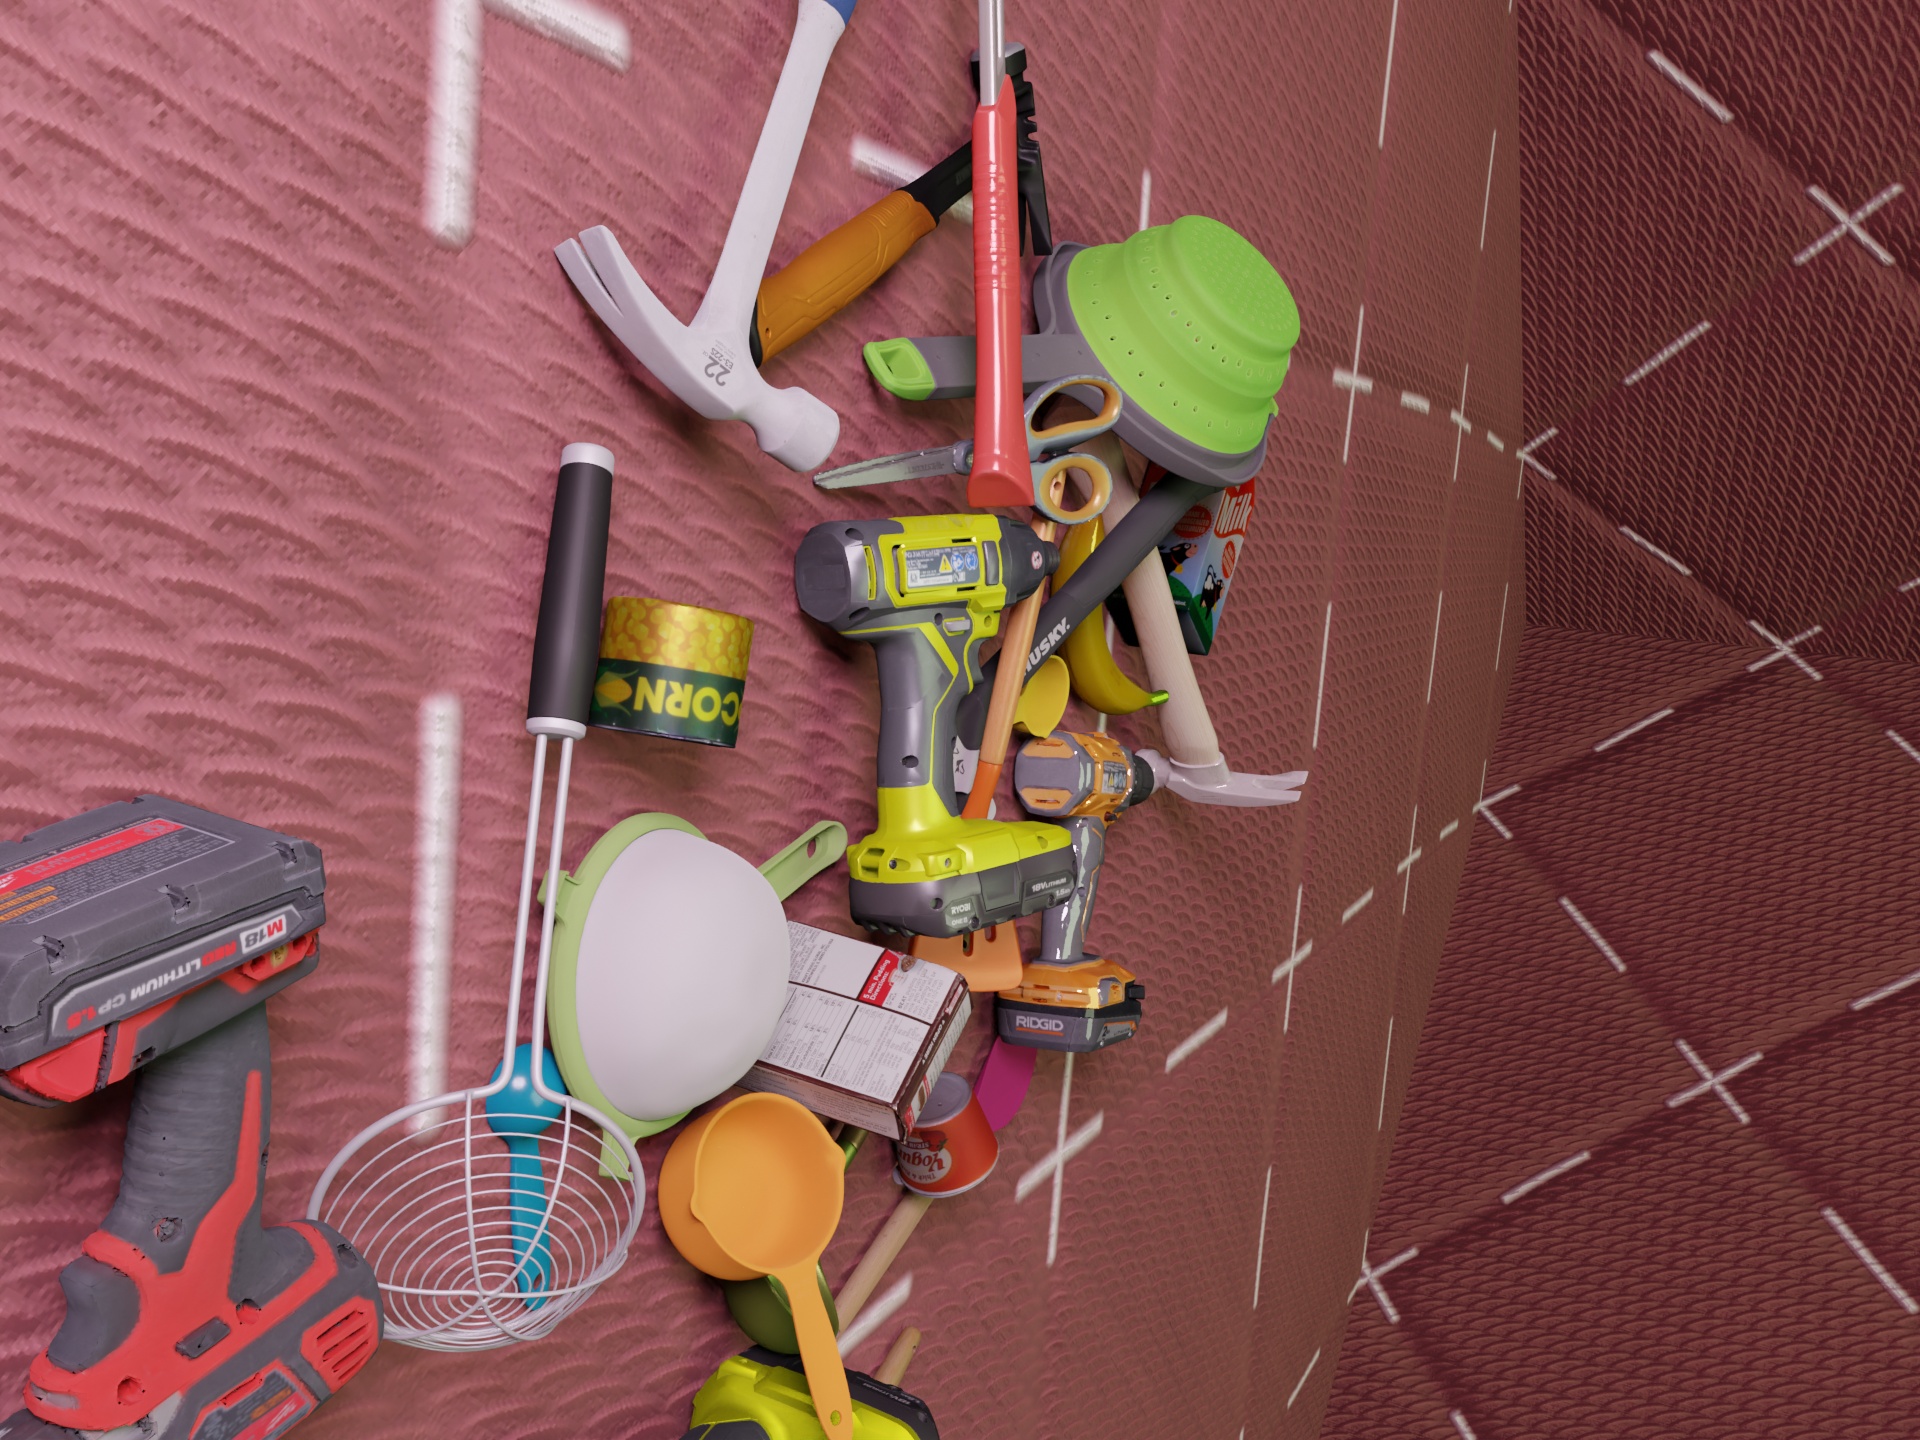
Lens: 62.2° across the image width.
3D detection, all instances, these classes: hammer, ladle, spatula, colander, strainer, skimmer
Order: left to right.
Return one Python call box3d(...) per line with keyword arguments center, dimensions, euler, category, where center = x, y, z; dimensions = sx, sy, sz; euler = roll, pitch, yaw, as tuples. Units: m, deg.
box3d(center=(-0.180, 0.068, 0.650), dimensions=(0.127, 0.090, 0.363), euler=(10, 74, -25), category="skimmer")
box3d(center=(-0.099, 0.103, 0.784), dimensions=(0.256, 0.069, 0.151), euler=(-37, 122, -60), category="strainer")
box3d(center=(-0.071, -0.325, 0.741), dimensions=(0.144, 0.035, 0.406), euler=(31, 65, -41), category="hammer")
box3d(center=(-0.049, 0.234, 0.955), dimensions=(0.078, 0.062, 0.320), euler=(52, 41, -17), category="ladle")
box3d(center=(-0.035, -0.260, 0.861), dimensions=(0.337, 0.034, 0.127), euler=(-52, 140, -45), category="hammer")
box3d(center=(0.020, -0.296, 0.854), dimensions=(0.149, 0.037, 0.359), euler=(-29, 119, -74), category="hammer")
box3d(center=(0.028, 0.004, 0.961), dimensions=(0.081, 0.041, 0.322), euler=(9, 98, -26), category="spatula")
box3d(center=(0.079, -0.088, 1.042), dimensions=(0.335, 0.035, 0.146), euler=(-47, 135, -26), category="hammer")
box3d(center=(0.102, -0.247, 0.989), dimensions=(0.397, 0.094, 0.205), euler=(-16, 71, -47), category="colander")
box3d(center=(0.154, -0.079, 1.198), dimensions=(0.038, 0.146, 0.410), euler=(-63, 144, -35), category="hammer")

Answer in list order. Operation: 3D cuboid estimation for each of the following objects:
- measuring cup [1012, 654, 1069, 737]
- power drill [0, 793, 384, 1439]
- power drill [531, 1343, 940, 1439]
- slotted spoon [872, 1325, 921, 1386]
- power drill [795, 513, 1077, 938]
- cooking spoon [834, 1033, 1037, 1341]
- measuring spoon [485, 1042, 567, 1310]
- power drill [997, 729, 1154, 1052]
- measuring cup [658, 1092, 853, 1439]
box3d(center=(0.018, -0.005, 1.063), dimensions=(0.156, 0.029, 0.062), euler=(-24, 121, -46), category="measuring cup")
box3d(center=(-0.266, 0.155, 0.475), dimensions=(0.188, 0.080, 0.226), euler=(-30, 127, -57), category="power drill")
box3d(center=(-0.098, 0.378, 0.752), dimensions=(0.228, 0.190, 0.080), euler=(17, 84, -68), category="power drill")
box3d(center=(-0.097, 0.496, 0.967), dimensions=(0.314, 0.031, 0.070), euler=(-50, 140, -50), category="slotted spoon")
box3d(center=(-0.001, -0.003, 0.887), dimensions=(0.171, 0.080, 0.223), euler=(-10, 97, -42), category="power drill")
box3d(center=(-0.016, 0.306, 1.082), dimensions=(0.319, 0.017, 0.068), euler=(-46, 130, -50), category="cooking spoon")
box3d(center=(-0.185, 0.206, 0.705), dimensions=(0.042, 0.021, 0.128), euler=(-24, 117, -60), category="measuring spoon")
box3d(center=(0.095, 0.121, 1.185), dimensions=(0.185, 0.084, 0.226), euler=(8, 85, -64), category="power drill")
box3d(center=(-0.096, 0.277, 0.797), dimensions=(0.095, 0.052, 0.174), euler=(-7, 74, -44), category="measuring cup")
